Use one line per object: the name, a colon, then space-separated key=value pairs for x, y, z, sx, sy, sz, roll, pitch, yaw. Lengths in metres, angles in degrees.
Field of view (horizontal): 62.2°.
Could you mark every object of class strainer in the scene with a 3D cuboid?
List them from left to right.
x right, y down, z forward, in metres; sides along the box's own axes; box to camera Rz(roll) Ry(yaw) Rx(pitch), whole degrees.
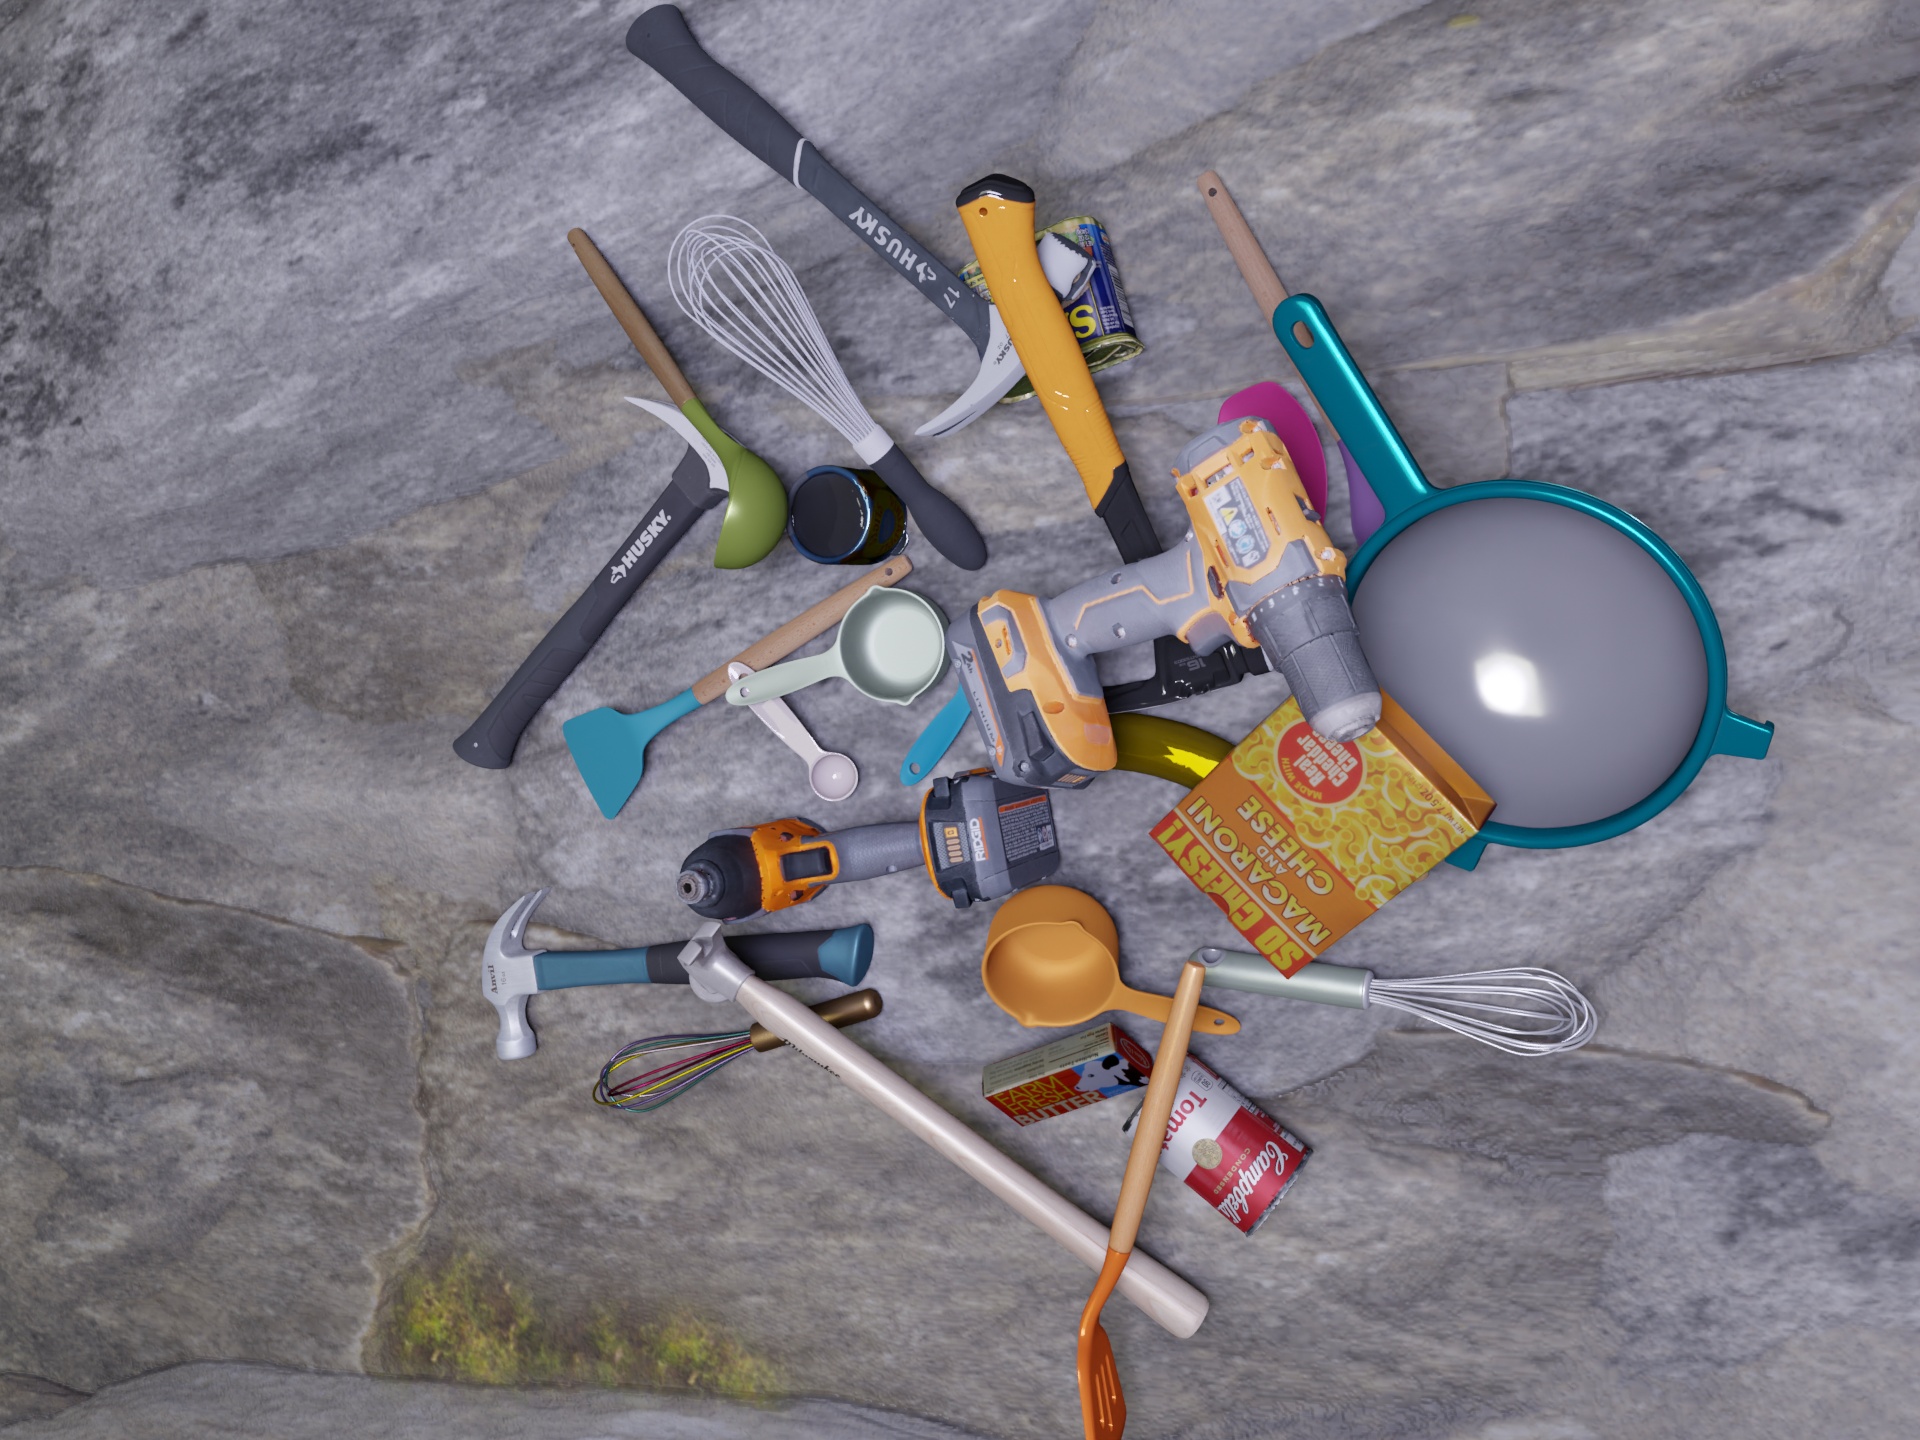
strainer: x=0.285 y=-0.095 z=0.885 sx=0.211 sy=0.095 sz=0.340 roll=-32 pitch=90 yaw=41

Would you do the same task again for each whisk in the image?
whisk: x=-0.166 y=0.239 z=1.153 sx=0.245 sy=0.047 sz=0.051 roll=-20 pitch=86 yaw=20
whisk: x=-0.077 y=-0.199 z=1.009 sx=0.070 sy=0.070 sz=0.284 roll=-34 pitch=113 yaw=22
whisk: x=0.257 y=0.166 z=0.970 sx=0.246 sy=0.058 sz=0.059 roll=4 pitch=126 yaw=27

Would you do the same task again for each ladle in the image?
ladle: x=-0.207 y=-0.230 z=1.085 sx=0.320 sy=0.062 sz=0.078 roll=55 pitch=146 yaw=24

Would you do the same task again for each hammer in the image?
hammer: x=-0.271 y=-0.087 z=1.168 sx=0.334 sy=0.035 sz=0.146 roll=-46 pitch=79 yaw=20
hammer: x=-0.214 y=0.181 z=1.172 sx=0.331 sy=0.033 sz=0.128 roll=-7 pitch=94 yaw=23
hammer: x=-0.092 y=-0.346 z=1.035 sx=0.409 sy=0.036 sz=0.149 roll=46 pitch=117 yaw=23
hammer: x=-0.013 y=0.267 z=1.037 sx=0.410 sy=0.146 sz=0.038 roll=35 pitch=73 yaw=5
hammer: x=0.073 y=-0.158 z=0.949 sx=0.127 sy=0.034 sz=0.336 roll=-17 pitch=113 yaw=24

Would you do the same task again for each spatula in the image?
spatula: x=-0.163 y=-0.033 z=1.136 sx=0.317 sy=0.044 sz=0.082 roll=-30 pitch=83 yaw=18
spatula: x=0.112 y=0.302 z=0.970 sx=0.041 sy=0.081 sz=0.322 roll=16 pitch=100 yaw=17
spatula: x=0.224 y=-0.195 z=0.961 sx=0.060 sy=0.018 sz=0.316 roll=-30 pitch=85 yaw=20

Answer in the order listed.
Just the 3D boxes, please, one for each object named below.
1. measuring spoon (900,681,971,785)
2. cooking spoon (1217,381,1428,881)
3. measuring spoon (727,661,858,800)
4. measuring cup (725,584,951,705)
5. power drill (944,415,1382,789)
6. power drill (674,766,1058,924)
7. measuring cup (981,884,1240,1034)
measuring spoon: x=-0.002 y=-0.003 z=1.078 sx=0.042 sy=0.021 sz=0.128 roll=44 pitch=118 yaw=12
cooking spoon: x=0.227 y=-0.053 z=0.973 sx=0.069 sy=0.017 sz=0.319 roll=-20 pitch=87 yaw=35
measuring spoon: x=-0.118 y=0.005 z=1.112 sx=0.034 sy=0.018 sz=0.124 roll=-42 pitch=90 yaw=7
measuring cup: x=-0.082 y=-0.039 z=1.088 sx=0.167 sy=0.038 sz=0.083 roll=-16 pitch=89 yaw=20
power drill: x=0.116 y=-0.037 z=0.895 sx=0.226 sy=0.084 sz=0.185 roll=-33 pitch=68 yaw=28
power drill: x=-0.067 y=0.088 z=1.032 sx=0.226 sy=0.164 sz=0.084 roll=-11 pitch=88 yaw=21
measuring cup: x=0.099 y=0.162 z=1.036 sx=0.173 sy=0.052 sz=0.095 roll=17 pitch=123 yaw=-6
